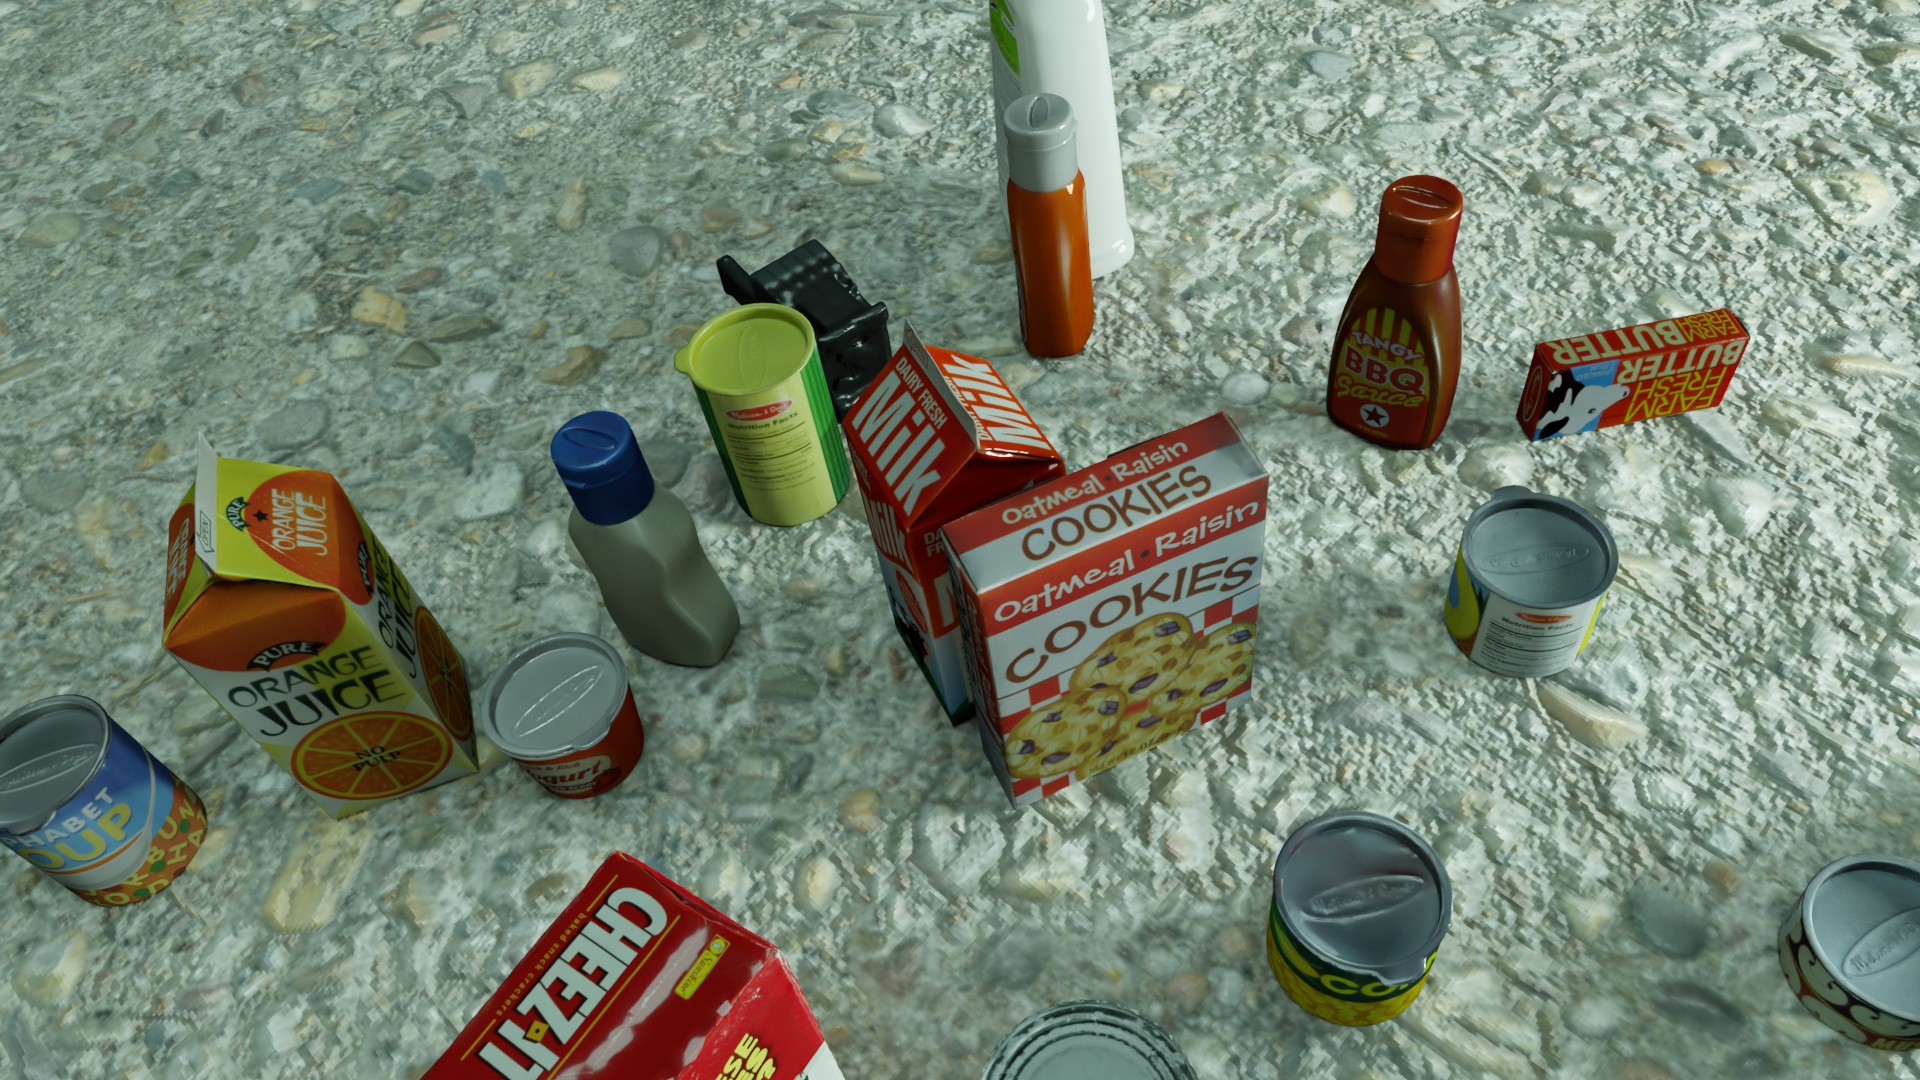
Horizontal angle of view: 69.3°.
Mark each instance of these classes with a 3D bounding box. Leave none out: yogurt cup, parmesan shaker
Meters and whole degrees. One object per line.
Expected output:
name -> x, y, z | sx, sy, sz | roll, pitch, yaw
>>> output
yogurt cup -> -0.183, 0.085, 0.652 | 0.072, 0.053, 0.073 | -4, 51, 5
parmesan shaker -> -0.102, -0.064, 0.729 | 0.071, 0.102, 0.072 | -4, 51, 5

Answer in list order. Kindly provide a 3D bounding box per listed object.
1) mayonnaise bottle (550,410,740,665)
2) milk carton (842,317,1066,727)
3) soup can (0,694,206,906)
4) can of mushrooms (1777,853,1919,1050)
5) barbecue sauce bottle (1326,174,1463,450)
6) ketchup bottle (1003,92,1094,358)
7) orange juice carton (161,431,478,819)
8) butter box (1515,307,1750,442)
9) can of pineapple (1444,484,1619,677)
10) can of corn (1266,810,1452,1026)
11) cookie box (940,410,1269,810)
mayonnaise bottle -> -0.150, 0.002, 0.654 | 0.065, 0.147, 0.041 | 14, 55, 19
milk carton -> 0.002, -0.008, 0.612 | 0.073, 0.189, 0.072 | -24, 52, -11
soup can -> -0.398, 0.122, 0.633 | 0.071, 0.083, 0.072 | -4, 51, 5
can of mushrooms -> 0.353, 0.158, 0.528 | 0.071, 0.033, 0.071 | -4, 51, 5
barbecue sauce bottle -> 0.220, -0.112, 0.692 | 0.065, 0.147, 0.044 | 25, 59, 26
ketchup bottle -> 0.049, -0.173, 0.767 | 0.043, 0.148, 0.065 | 1, 51, 9
orange juice carton -> -0.287, 0.039, 0.615 | 0.073, 0.191, 0.072 | -18, 51, -7
butter box -> 0.344, -0.085, 0.714 | 0.103, 0.052, 0.024 | -11, 51, -1
can of pineapple -> 0.260, 0.020, 0.638 | 0.071, 0.057, 0.071 | -4, 51, 5
can of corn -> 0.156, 0.151, 0.546 | 0.071, 0.058, 0.071 | -4, 51, 5
cookie box -> 0.063, 0.034, 0.584 | 0.123, 0.166, 0.040 | -23, 52, -10
